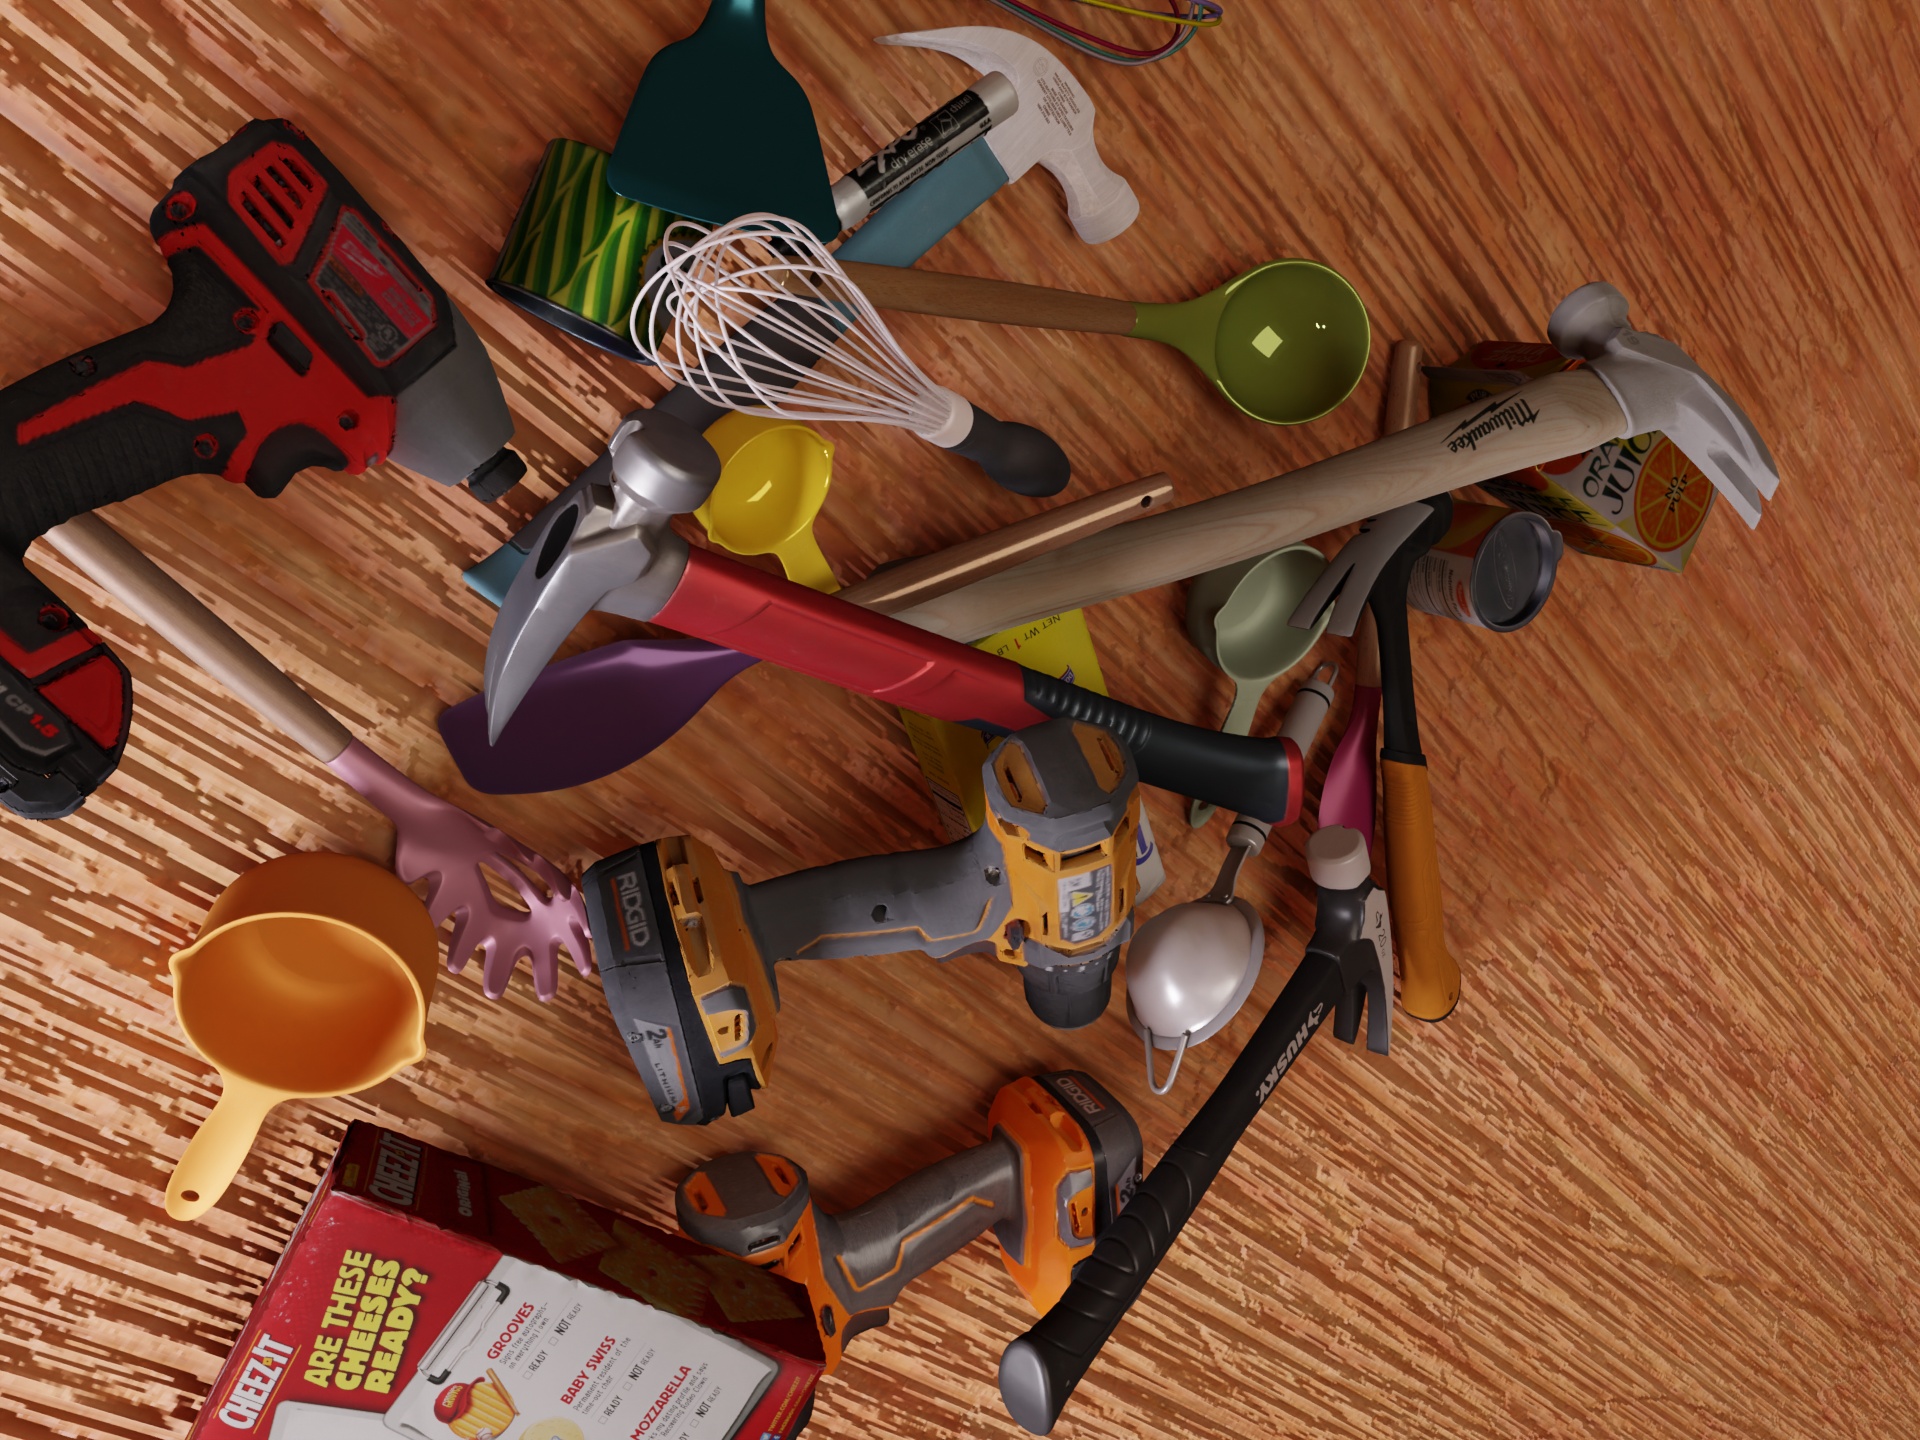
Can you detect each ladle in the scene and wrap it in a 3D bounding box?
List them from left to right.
[{"bbox_3d":[0.061,-0.173,0.682,0.320,0.062,0.078,-5,113,-40],"label":"ladle"}]

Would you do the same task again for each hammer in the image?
[{"bbox_3d":[-0.067,-0.158,0.652,0.331,0.033,0.128,-46,124,-11],"label":"hammer"},{"bbox_3d":[-0.001,-0.002,0.672,0.386,0.038,0.143,19,125,-35],"label":"hammer"},{"bbox_3d":[0.128,0.211,0.798,0.335,0.035,0.146,-45,131,-32],"label":"hammer"},{"bbox_3d":[0.154,-0.091,0.714,0.410,0.146,0.038,-18,144,-9],"label":"hammer"},{"bbox_3d":[0.243,0.045,0.874,0.127,0.034,0.336,-44,132,-35],"label":"hammer"}]

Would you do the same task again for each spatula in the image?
[{"bbox_3d":[-0.064,-0.329,0.569,0.082,0.044,0.317,9,91,-17],"label":"spatula"},{"bbox_3d":[-0.057,-0.040,0.657,0.316,0.018,0.059,-22,127,-6],"label":"spatula"}]

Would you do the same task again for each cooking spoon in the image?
[{"bbox_3d":[0.226,-0.045,0.869,0.068,0.017,0.319,-12,110,-50],"label":"cooking spoon"}]

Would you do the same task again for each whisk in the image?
[{"bbox_3d":[-0.025,-0.127,0.624,0.284,0.070,0.070,12,99,-60],"label":"whisk"},{"bbox_3d":[0.002,-0.308,0.648,0.245,0.051,0.047,-1,70,-27],"label":"whisk"}]

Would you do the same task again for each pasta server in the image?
[{"bbox_3d":[-0.251,-0.003,0.585,0.060,0.040,0.316,-33,122,14],"label":"pasta server"}]

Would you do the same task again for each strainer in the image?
[{"bbox_3d":[0.140,0.066,0.812,0.050,0.087,0.258,45,61,-25],"label":"strainer"}]

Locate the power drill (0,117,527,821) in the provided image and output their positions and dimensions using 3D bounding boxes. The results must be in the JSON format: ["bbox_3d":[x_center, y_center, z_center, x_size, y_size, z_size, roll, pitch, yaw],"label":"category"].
[{"bbox_3d":[-0.251,-0.078,0.517,0.143,0.078,0.220,50,64,-24],"label":"power drill"}]

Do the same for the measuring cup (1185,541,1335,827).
[{"bbox_3d":[0.138,-0.022,0.825,0.083,0.038,0.167,-5,124,-33],"label":"measuring cup"}]

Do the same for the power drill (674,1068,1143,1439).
[{"bbox_3d":[-0.024,0.273,0.787,0.226,0.084,0.164,-11,111,-24],"label":"power drill"}]

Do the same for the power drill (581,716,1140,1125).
[{"bbox_3d":[-0.030,0.099,0.687,0.226,0.084,0.185,-16,140,-8],"label":"power drill"}]

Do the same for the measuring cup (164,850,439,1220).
[{"bbox_3d":[-0.265,0.123,0.615,0.095,0.052,0.173,28,116,-21],"label":"measuring cup"}]

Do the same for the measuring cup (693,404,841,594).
[{"bbox_3d":[-0.072,-0.070,0.662,0.062,0.029,0.156,-40,149,-13],"label":"measuring cup"}]
